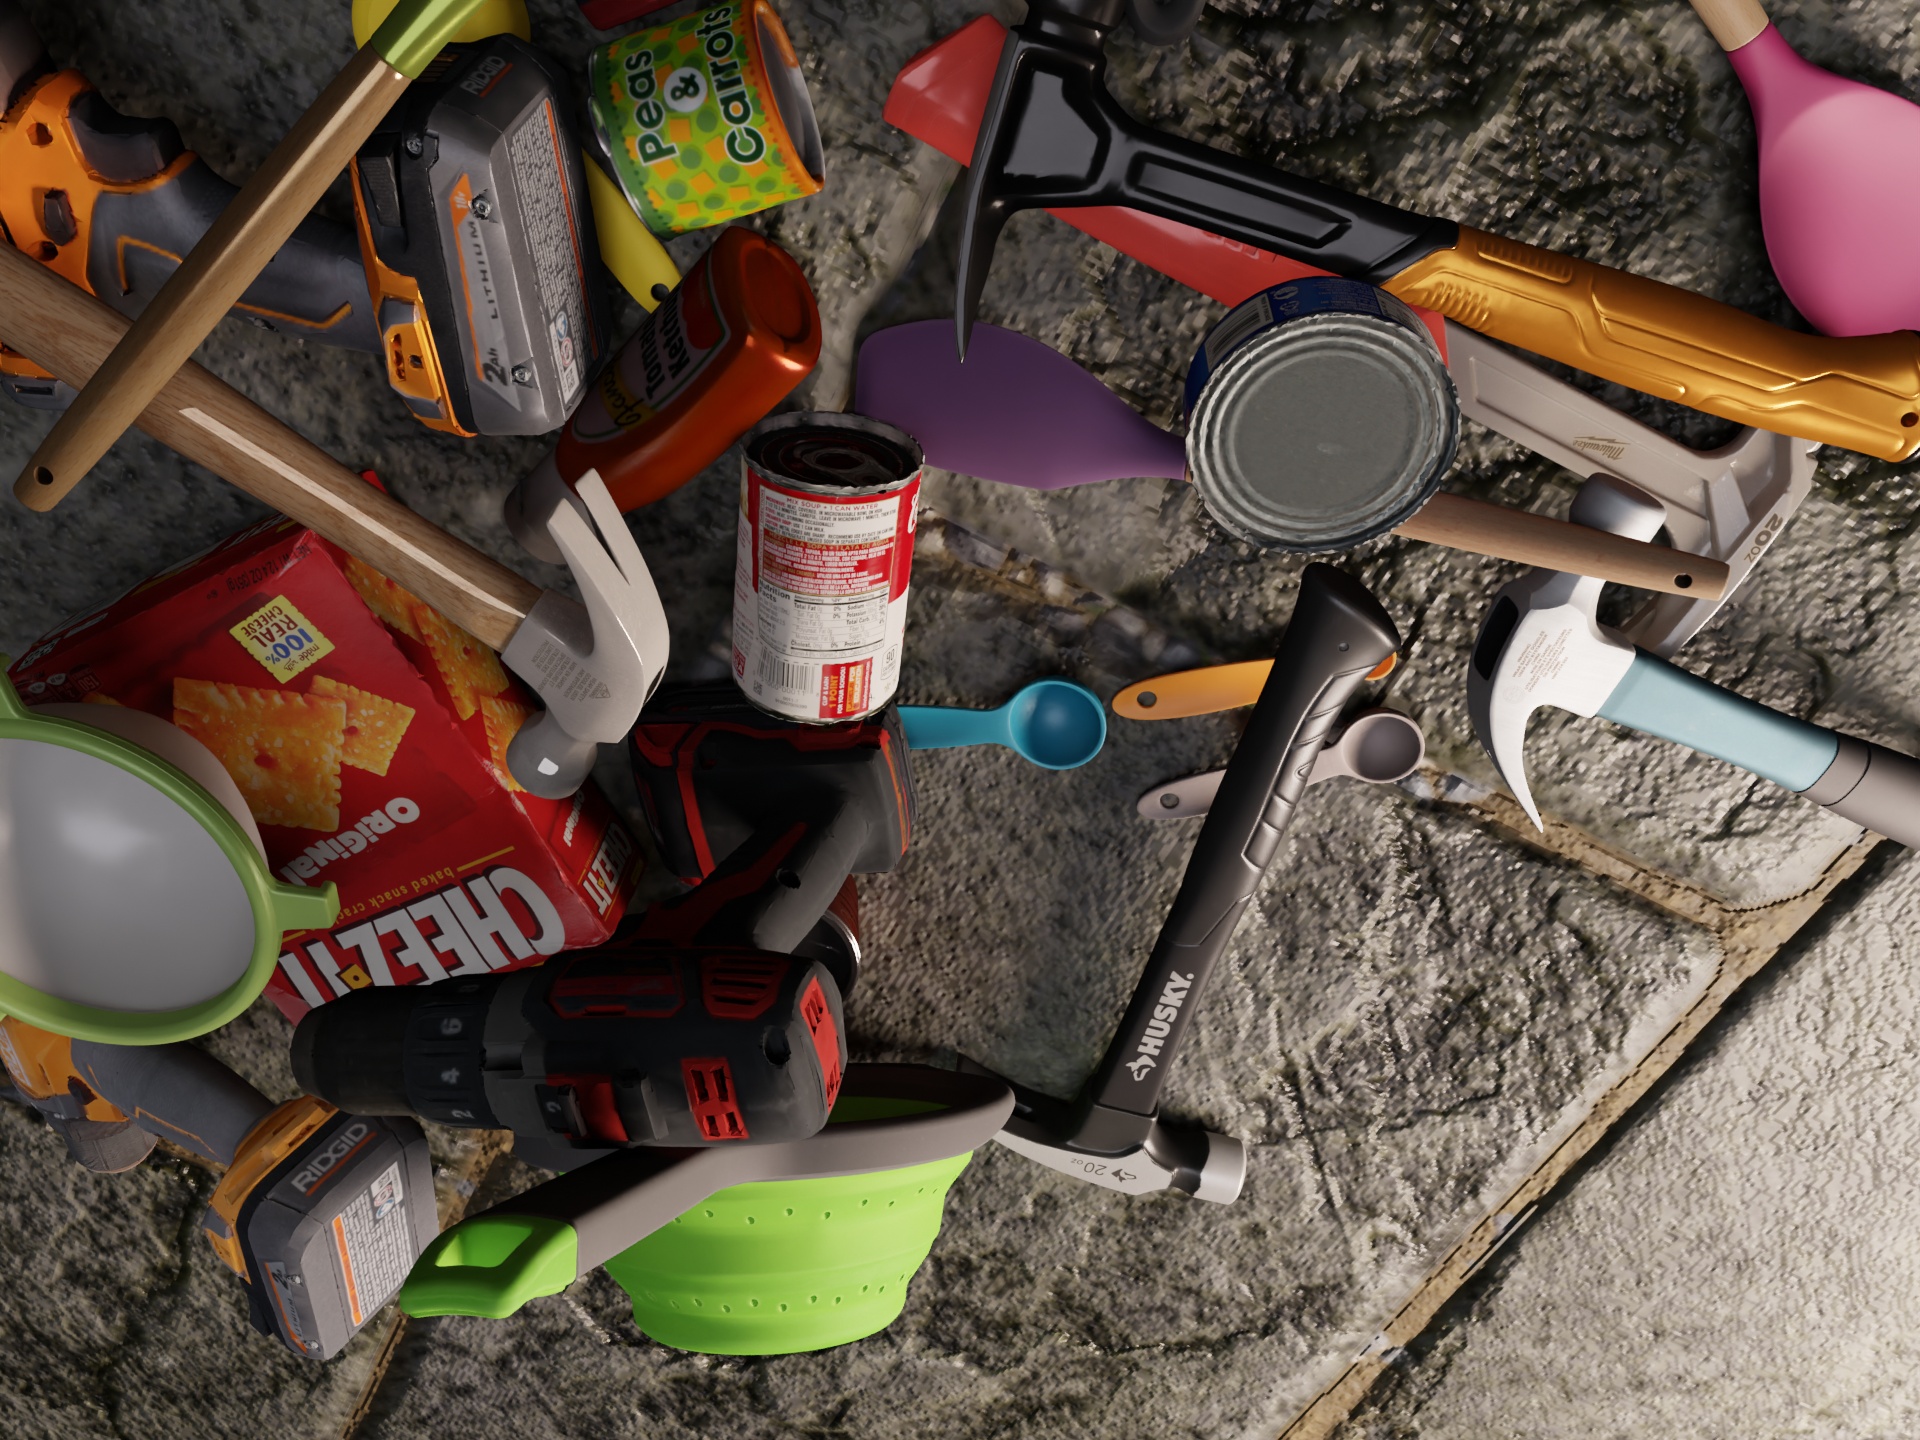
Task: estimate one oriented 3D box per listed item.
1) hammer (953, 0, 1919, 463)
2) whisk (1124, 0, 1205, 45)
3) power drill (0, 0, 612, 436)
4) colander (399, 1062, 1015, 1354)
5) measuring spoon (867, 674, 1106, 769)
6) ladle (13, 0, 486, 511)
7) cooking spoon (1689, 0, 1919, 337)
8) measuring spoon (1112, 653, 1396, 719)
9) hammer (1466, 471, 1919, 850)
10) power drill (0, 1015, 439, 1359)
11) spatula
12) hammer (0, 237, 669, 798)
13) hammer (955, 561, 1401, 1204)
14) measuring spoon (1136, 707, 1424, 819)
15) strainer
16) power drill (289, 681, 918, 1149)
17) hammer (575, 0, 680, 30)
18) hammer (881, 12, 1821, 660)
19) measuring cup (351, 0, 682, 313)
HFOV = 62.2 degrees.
[{"bbox_3d":[0.166,-0.139,0.528,0.337,0.034,0.127,15,118,-5],"label":"hammer"},{"bbox_3d":[0.063,-0.348,0.451,0.073,0.073,0.295,0,125,4],"label":"whisk"},{"bbox_3d":[-0.244,-0.178,0.530,0.226,0.084,0.164,6,134,8],"label":"power drill"},{"bbox_3d":[-0.091,0.192,0.575,0.204,0.397,0.094,-2,84,9],"label":"colander"},{"bbox_3d":[-0.001,-0.002,0.671,0.128,0.021,0.042,0,119,15],"label":"measuring spoon"},{"bbox_3d":[-0.179,-0.163,0.441,0.320,0.062,0.078,-40,106,18],"label":"ladle"},{"bbox_3d":[0.242,-0.243,0.516,0.068,0.017,0.318,-39,110,21],"label":"cooking spoon"},{"bbox_3d":[0.120,-0.018,0.655,0.117,0.011,0.021,-11,117,14],"label":"measuring spoon"},{"bbox_3d":[0.343,0.019,0.620,0.331,0.033,0.128,20,118,-16],"label":"hammer"},{"bbox_3d":[-0.346,0.190,0.724,0.226,0.084,0.185,29,135,16],"label":"power drill"},{"bbox_3d":[0.107,-0.089,0.566,0.316,0.018,0.059,16,121,14],"label":"spatula"},{"bbox_3d":[-0.244,-0.097,0.530,0.331,0.031,0.130,34,133,-13],"label":"hammer"},{"bbox_3d":[0.100,0.080,0.683,0.146,0.035,0.334,14,123,-4],"label":"hammer"},{"bbox_3d":[0.133,0.019,0.674,0.124,0.018,0.034,-16,118,20],"label":"measuring spoon"},{"bbox_3d":[-0.359,0.077,0.627,0.151,0.069,0.256,41,118,-20],"label":"strainer"},{"bbox_3d":[-0.117,0.070,0.592,0.188,0.227,0.080,-3,117,13],"label":"power drill"},{"bbox_3d":[-0.236,-0.356,0.477,0.386,0.038,0.143,33,114,-13],"label":"hammer"},{"bbox_3d":[0.136,-0.138,0.572,0.359,0.037,0.149,24,118,-10],"label":"hammer"},{"bbox_3d":[-0.149,-0.201,0.560,0.062,0.029,0.156,-32,111,19],"label":"measuring cup"}]
